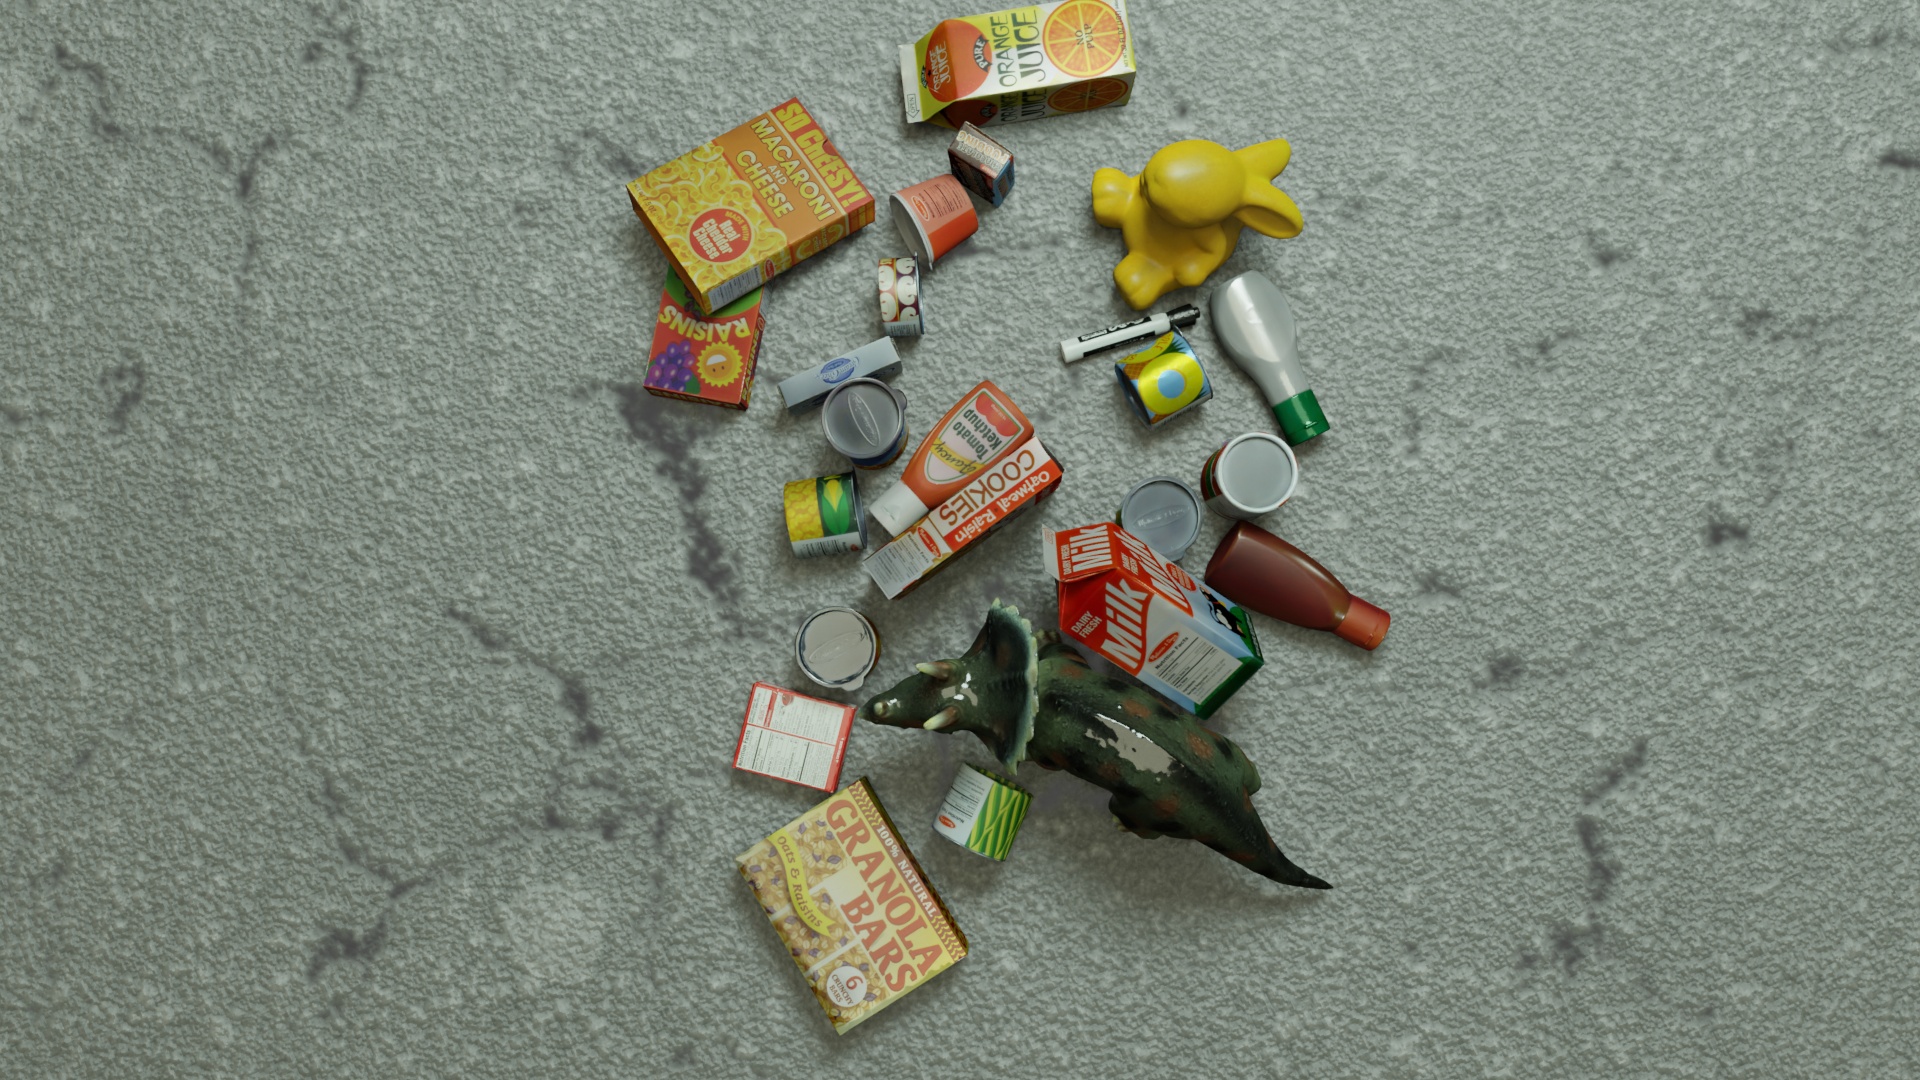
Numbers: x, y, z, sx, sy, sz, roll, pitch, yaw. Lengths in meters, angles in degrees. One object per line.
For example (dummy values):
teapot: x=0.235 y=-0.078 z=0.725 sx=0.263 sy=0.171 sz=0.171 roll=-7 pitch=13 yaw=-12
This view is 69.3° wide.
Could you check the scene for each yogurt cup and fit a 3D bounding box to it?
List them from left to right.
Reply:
yogurt cup: x=-0.021 y=-0.272 z=1.168 sx=0.054 sy=0.072 sz=0.072 roll=-30 pitch=86 yaw=-9

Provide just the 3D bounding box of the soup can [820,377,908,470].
soup can: x=-0.074 y=-0.096 z=1.144 sx=0.071 sy=0.083 sz=0.071 roll=0 pitch=86 yaw=1

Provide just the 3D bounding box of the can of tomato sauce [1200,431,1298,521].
can of tomato sauce: x=0.235 y=-0.053 z=1.133 sx=0.071 sy=0.083 sz=0.071 roll=0 pitch=86 yaw=1

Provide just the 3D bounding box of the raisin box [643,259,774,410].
raisin box: x=-0.213 y=-0.178 z=1.177 sx=0.086 sy=0.040 sz=0.123 roll=10 pitch=85 yaw=1

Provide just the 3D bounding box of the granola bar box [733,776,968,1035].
granola bar box: x=-0.088 y=0.296 z=1.136 sx=0.124 sy=0.039 sz=0.165 roll=-32 pitch=85 yaw=-1

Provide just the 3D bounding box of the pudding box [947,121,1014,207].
pudding box: x=0.019 y=-0.313 z=1.160 sx=0.050 sy=0.083 sz=0.030 roll=34 pitch=90 yaw=3

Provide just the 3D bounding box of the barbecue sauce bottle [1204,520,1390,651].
barbecue sauce bottle: x=0.279 y=0.042 z=1.140 sx=0.148 sy=0.044 sz=0.064 roll=27 pitch=124 yaw=-2

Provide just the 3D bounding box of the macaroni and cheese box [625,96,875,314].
macaroni and cheese box: x=-0.173 y=-0.281 z=1.157 sx=0.167 sy=0.040 sz=0.124 roll=-32 pitch=75 yaw=-13

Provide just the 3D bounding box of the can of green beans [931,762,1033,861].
can of green beans: x=0.018 y=0.219 z=1.126 sx=0.071 sy=0.071 sz=0.058 roll=25 pitch=86 yaw=3

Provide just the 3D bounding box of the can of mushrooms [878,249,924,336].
can of mushrooms: x=-0.049 y=-0.206 z=1.161 sx=0.033 sy=0.071 sz=0.071 roll=-4 pitch=86 yaw=2

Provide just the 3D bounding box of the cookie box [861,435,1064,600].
cookie box: x=0.004 y=-0.014 z=1.116 sx=0.167 sy=0.123 sz=0.040 roll=-36 pitch=87 yaw=-1

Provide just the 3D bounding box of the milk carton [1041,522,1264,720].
milk carton: x=0.140 y=0.054 z=1.092 sx=0.190 sy=0.073 sz=0.073 roll=32 pitch=115 yaw=-17

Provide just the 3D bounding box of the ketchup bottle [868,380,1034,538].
ketchup bottle: x=-0.011 y=-0.063 z=1.161 sx=0.149 sy=0.043 sz=0.065 roll=-43 pitch=86 yaw=-1

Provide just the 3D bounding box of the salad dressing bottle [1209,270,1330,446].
salad dressing bottle: x=0.260 y=-0.151 z=1.161 sx=0.064 sy=0.044 sz=0.147 roll=-25 pitch=86 yaw=-2

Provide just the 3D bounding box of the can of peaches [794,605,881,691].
can of peaches: x=-0.099 y=0.090 z=1.143 sx=0.071 sy=0.058 sz=0.071 roll=0 pitch=86 yaw=1

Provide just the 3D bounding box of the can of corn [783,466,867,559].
can of corn: x=-0.112 y=-0.023 z=1.149 sx=0.058 sy=0.071 sz=0.071 roll=-10 pitch=86 yaw=1

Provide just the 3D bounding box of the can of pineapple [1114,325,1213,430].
can of pineapple: x=0.167 y=-0.134 z=1.150 sx=0.058 sy=0.071 sz=0.071 roll=-29 pitch=86 yaw=0

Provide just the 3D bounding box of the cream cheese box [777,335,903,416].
cream cheese box: x=-0.099 y=-0.137 z=1.163 sx=0.104 sy=0.053 sz=0.024 roll=-23 pitch=88 yaw=0

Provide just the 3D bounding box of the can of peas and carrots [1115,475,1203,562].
can of peas and carrots: x=0.164 y=-0.016 z=1.145 sx=0.071 sy=0.058 sz=0.071 roll=0 pitch=87 yaw=1

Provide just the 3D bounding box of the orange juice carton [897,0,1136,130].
orange juice carton: x=0.046 y=-0.400 z=1.171 sx=0.193 sy=0.073 sz=0.072 roll=-9 pitch=86 yaw=1
